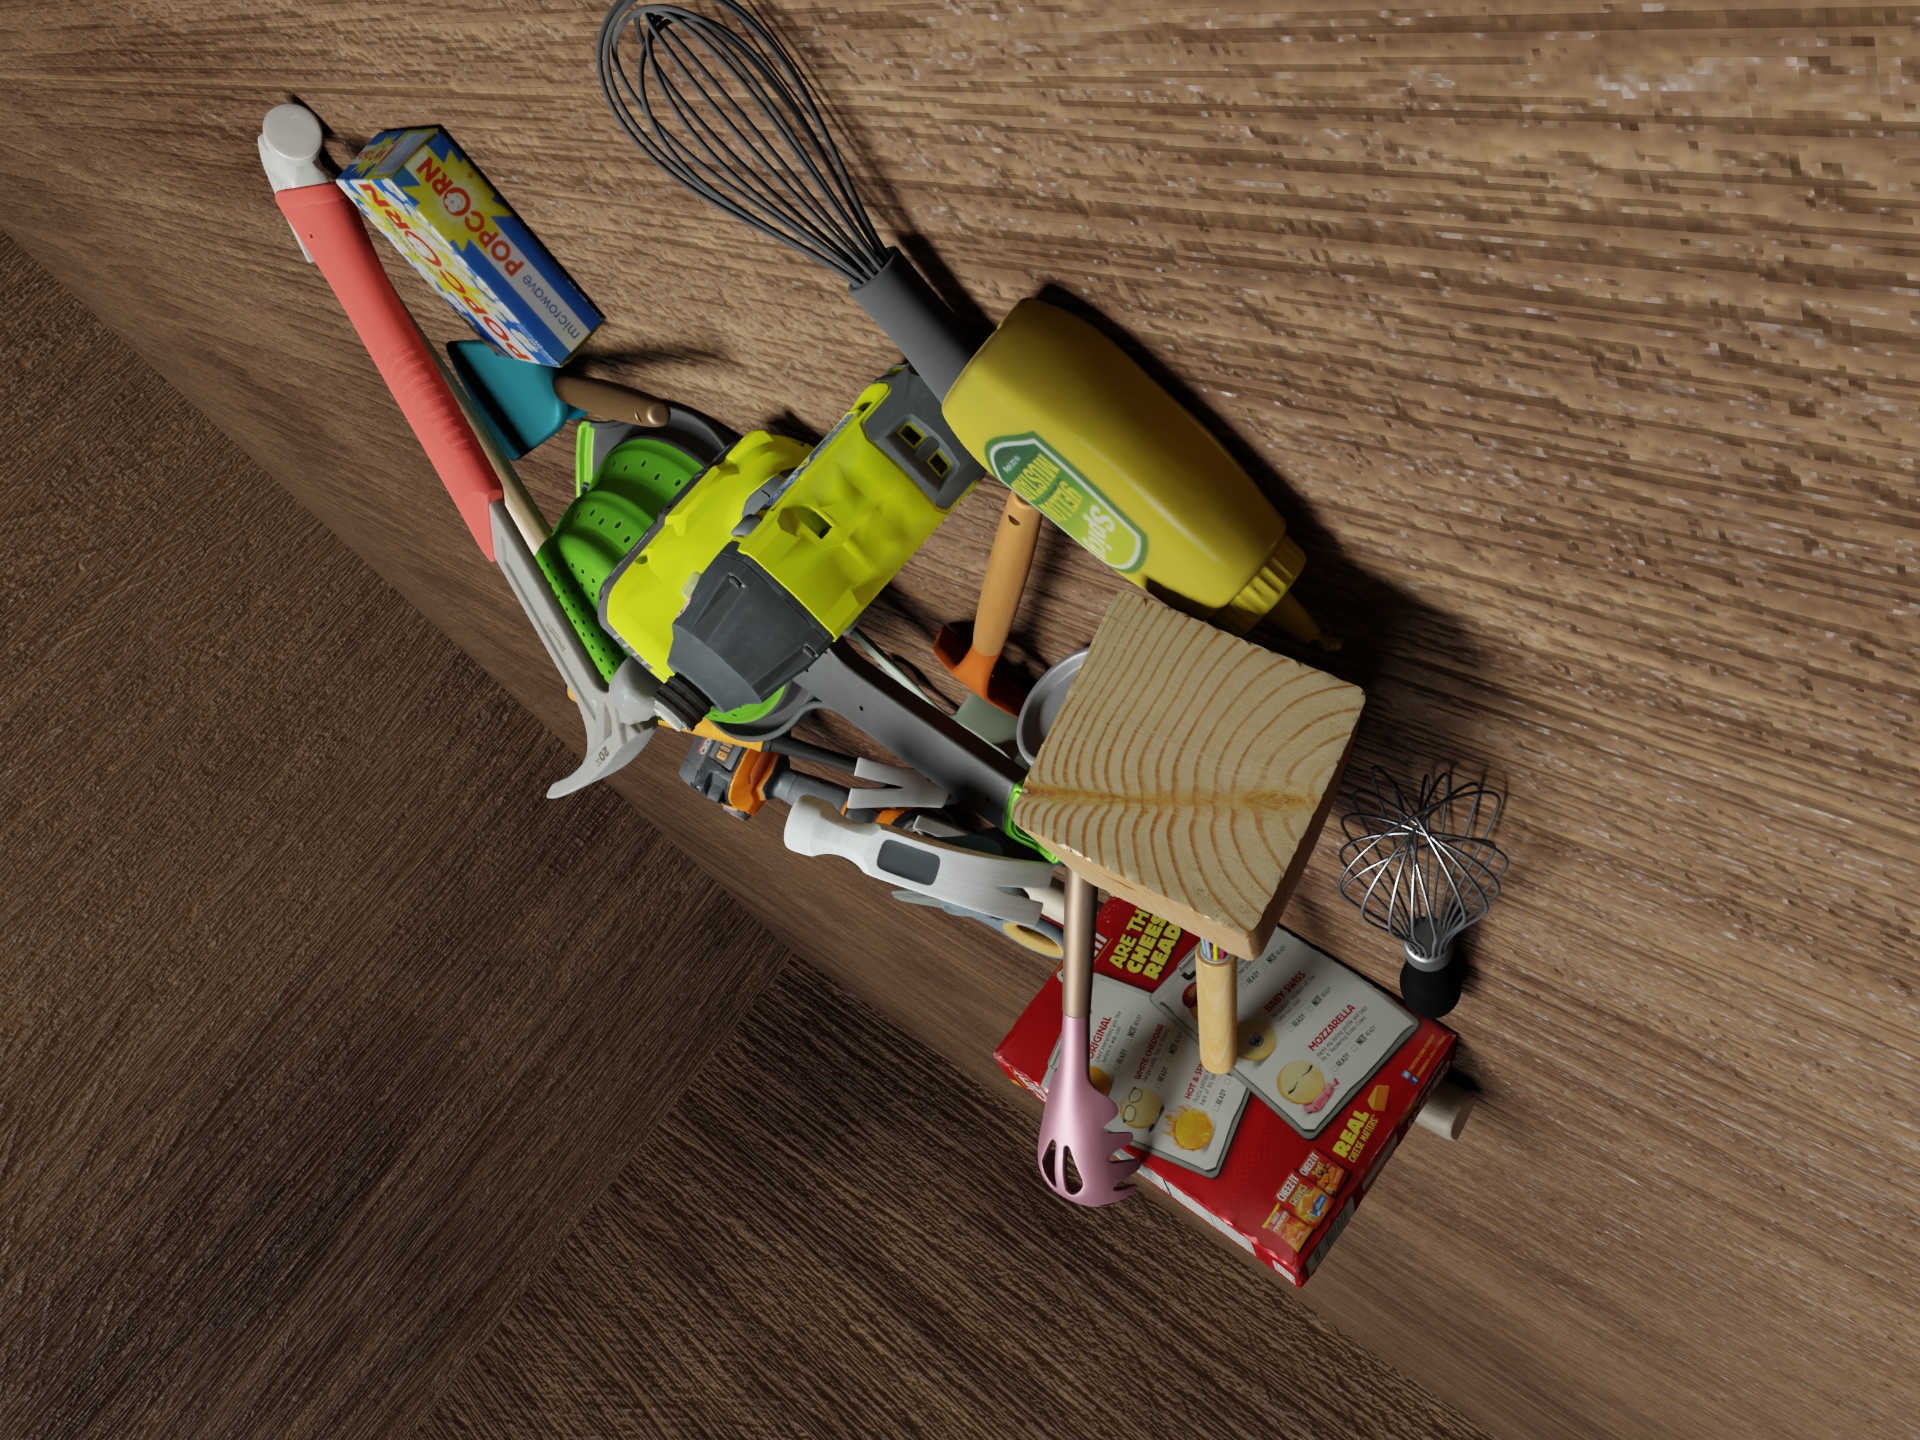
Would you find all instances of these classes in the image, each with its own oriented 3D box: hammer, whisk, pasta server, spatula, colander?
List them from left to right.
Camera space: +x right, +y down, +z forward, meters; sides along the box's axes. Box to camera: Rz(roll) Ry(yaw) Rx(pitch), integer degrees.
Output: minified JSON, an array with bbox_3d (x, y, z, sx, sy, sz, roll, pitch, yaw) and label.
[{"bbox_3d":[-0.322,-0.205,0.974,0.331,0.031,0.130,60,162,-16],"label":"hammer"},{"bbox_3d":[-0.272,-0.133,0.863,0.359,0.036,0.149,59,142,4],"label":"hammer"},{"bbox_3d":[-0.219,-0.174,0.873,0.318,0.044,0.082,27,146,60],"label":"spatula"},{"bbox_3d":[-0.167,0.008,1.165,0.337,0.034,0.127,15,-175,30],"label":"hammer"},{"bbox_3d":[-0.115,-0.025,0.863,0.397,0.094,0.204,35,136,27],"label":"colander"},{"bbox_3d":[-0.031,-0.152,0.551,0.238,0.055,0.055,43,166,-31],"label":"whisk"},{"bbox_3d":[0.014,0.076,0.938,0.128,0.033,0.331,18,-178,16],"label":"hammer"},{"bbox_3d":[0.020,-0.051,0.730,0.081,0.041,0.322,39,167,6],"label":"spatula"},{"bbox_3d":[0.067,0.129,0.851,0.060,0.040,0.316,14,113,36],"label":"pasta server"},{"bbox_3d":[0.141,0.162,1.054,0.411,0.038,0.146,25,180,35],"label":"hammer"},{"bbox_3d":[0.133,0.102,0.820,0.047,0.051,0.244,-123,17,-45],"label":"whisk"},{"bbox_3d":[0.207,0.089,0.703,0.070,0.070,0.284,31,169,27],"label":"whisk"}]

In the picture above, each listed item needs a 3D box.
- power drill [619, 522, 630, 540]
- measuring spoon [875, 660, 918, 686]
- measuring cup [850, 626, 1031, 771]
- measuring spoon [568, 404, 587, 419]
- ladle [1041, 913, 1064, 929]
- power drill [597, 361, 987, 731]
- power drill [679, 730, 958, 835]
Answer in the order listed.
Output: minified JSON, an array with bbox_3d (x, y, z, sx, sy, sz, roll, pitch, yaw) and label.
[{"bbox_3d":[-0.181,-0.065,1.133,0.190,0.080,0.229,41,169,-31],"label":"power drill"},{"bbox_3d":[-0.002,-0.003,1.014,0.124,0.018,0.034,33,166,-4],"label":"measuring spoon"},{"bbox_3d":[-0.001,-0.018,0.915,0.167,0.038,0.083,42,170,5],"label":"measuring cup"},{"bbox_3d":[-0.226,-0.191,0.958,0.129,0.021,0.042,21,158,49],"label":"measuring spoon"},{"bbox_3d":[0.107,0.171,1.247,0.069,0.031,0.316,21,180,-45],"label":"ladle"},{"bbox_3d":[-0.087,-0.069,0.701,0.080,0.171,0.223,44,168,-17],"label":"power drill"},{"bbox_3d":[-0.102,0.064,1.259,0.226,0.084,0.164,25,172,7],"label":"power drill"}]
